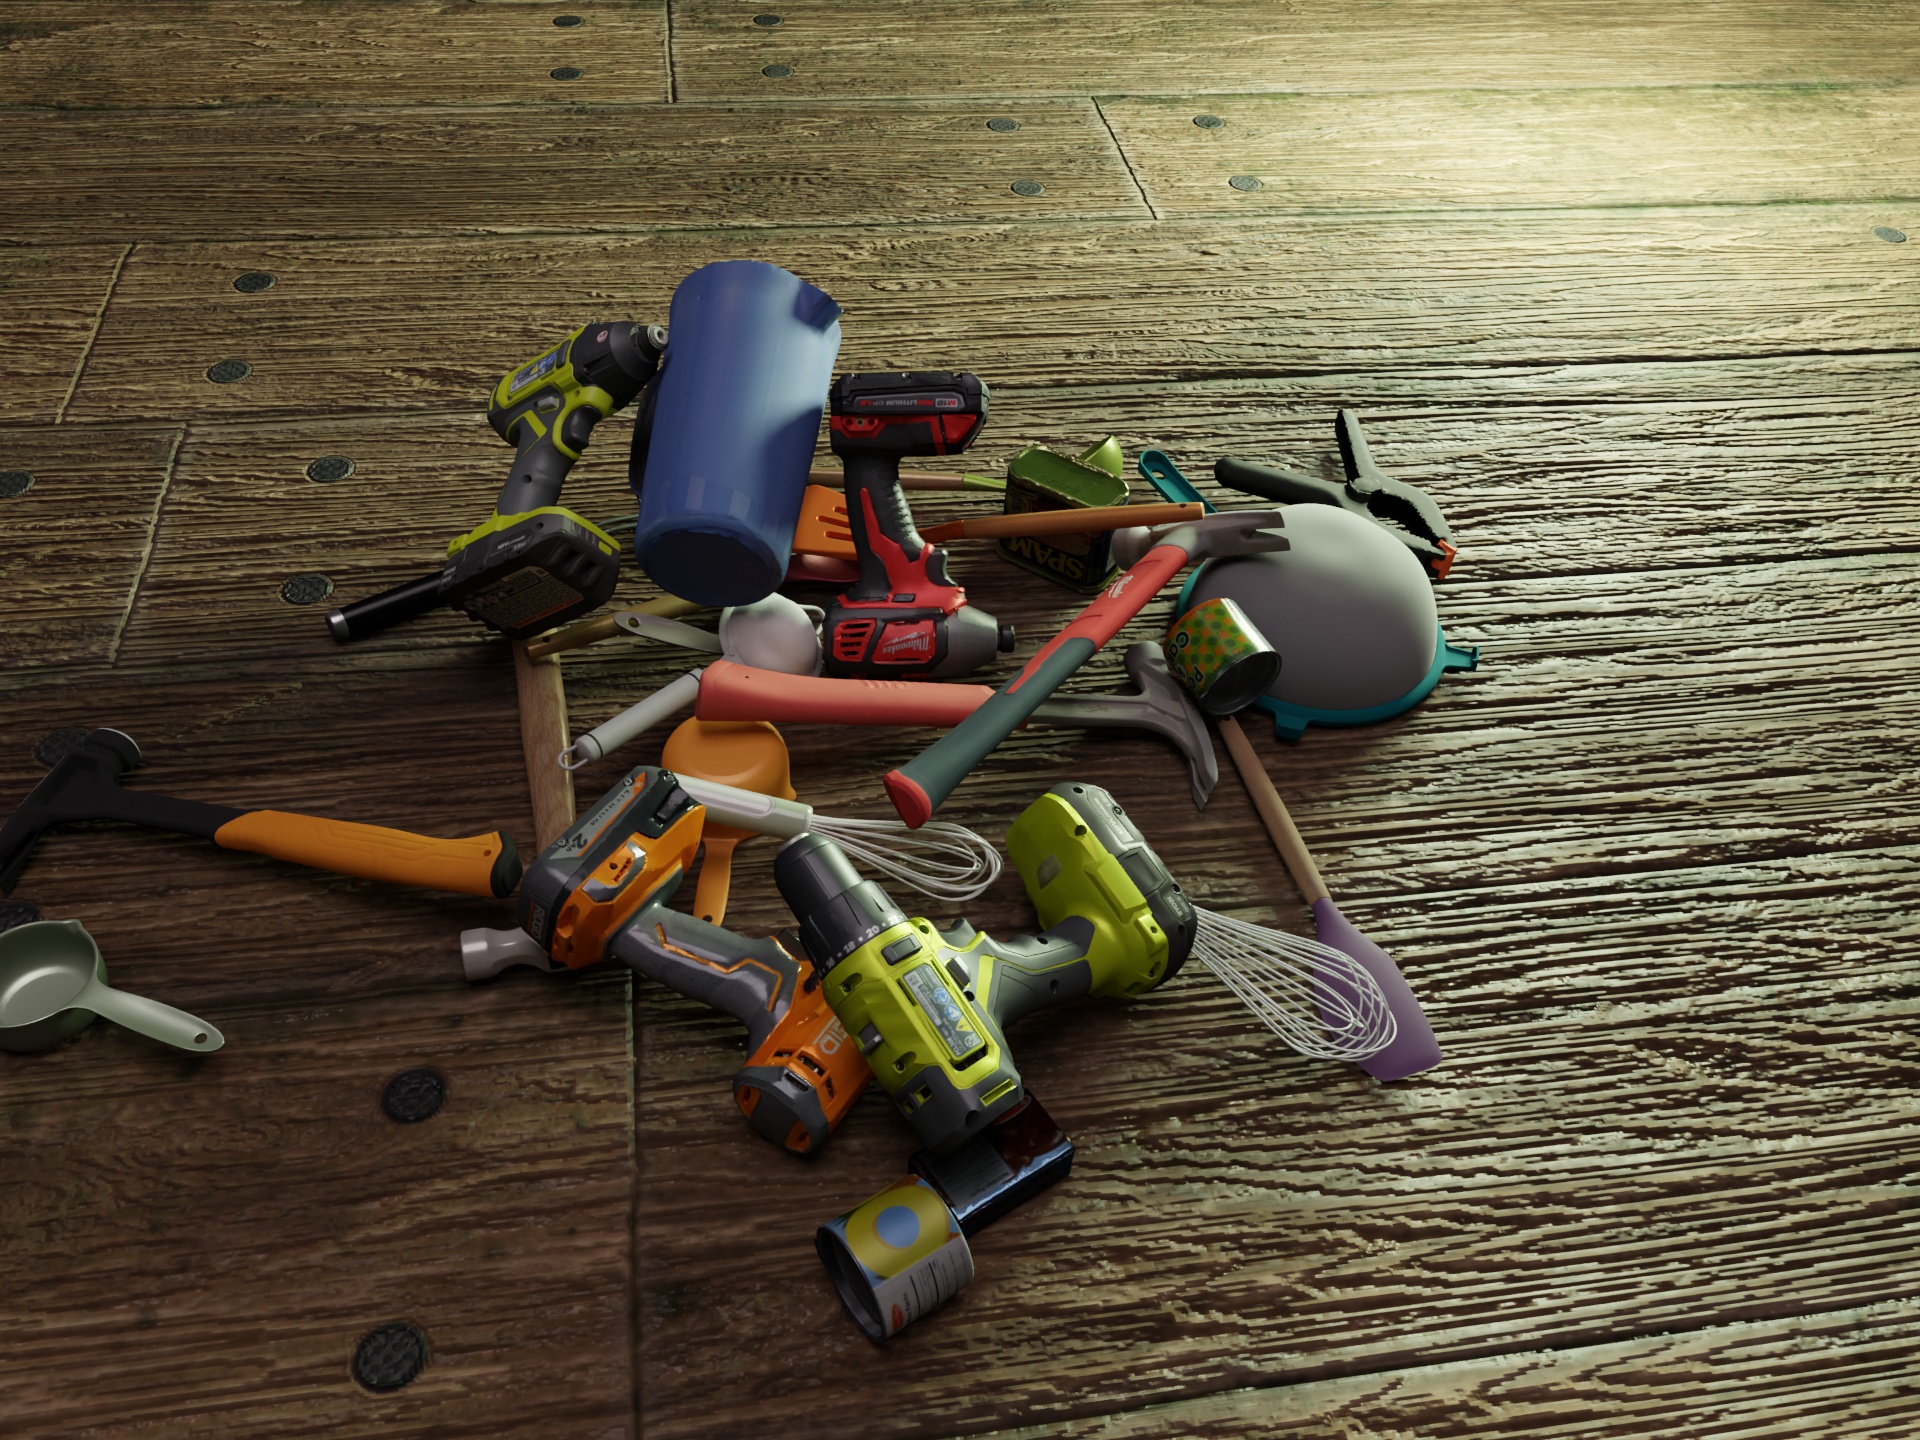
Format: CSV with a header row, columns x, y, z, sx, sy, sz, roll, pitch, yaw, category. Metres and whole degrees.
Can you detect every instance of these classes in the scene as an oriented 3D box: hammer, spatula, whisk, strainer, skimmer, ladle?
x,y,z,sx,sy,sz,roll,pitch,yaw,category
-0.002,-0.004,1.102,0.359,0.036,0.149,2,44,-18,hammer
0.229,0.104,1.066,0.060,0.018,0.316,-16,48,-3,spatula
-0.091,0.069,1.022,0.246,0.059,0.058,14,49,-6,whisk
-0.177,-0.030,1.122,0.258,0.050,0.087,-36,90,-36,strainer
-0.279,0.032,1.088,0.130,0.031,0.332,-8,46,-12,hammer
-0.317,-0.160,1.233,0.363,0.090,0.127,-26,54,-27,skimmer
0.147,0.130,1.011,0.285,0.070,0.070,29,50,30,whisk
-0.439,0.076,1.005,0.337,0.034,0.127,8,44,12,hammer
-0.024,-0.213,1.336,0.320,0.062,0.078,2,14,2,ladle
0.084,-0.046,1.082,0.143,0.038,0.386,-1,30,40,hammer
-0.181,-0.098,1.208,0.315,0.031,0.069,-21,54,-30,ladle
0.246,-0.142,1.257,0.211,0.095,0.341,-20,51,-22,strainer
0.024,-0.155,1.220,0.322,0.041,0.081,-2,46,18,spatula

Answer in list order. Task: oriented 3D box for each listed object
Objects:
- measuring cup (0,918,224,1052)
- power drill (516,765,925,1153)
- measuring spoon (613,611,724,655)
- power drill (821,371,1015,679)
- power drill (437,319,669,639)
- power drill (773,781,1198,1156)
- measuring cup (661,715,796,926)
x,y,z,sx,sy,sz,roll,pitch,yaw,category
-0.500,0.171,0.928,0.167,0.038,0.083,17,46,9,measuring cup
-0.130,0.129,0.950,0.226,0.084,0.164,35,51,8,power drill
-0.195,-0.055,1.169,0.124,0.018,0.034,16,52,-14,measuring spoon
-0.031,-0.140,1.168,0.143,0.219,0.078,0,3,1,power drill
-0.289,-0.183,1.149,0.171,0.080,0.223,-17,54,35,power drill
0.014,0.121,0.930,0.228,0.080,0.191,-23,71,-41,power drill
-0.160,0.062,1.051,0.095,0.052,0.174,3,43,-2,measuring cup
